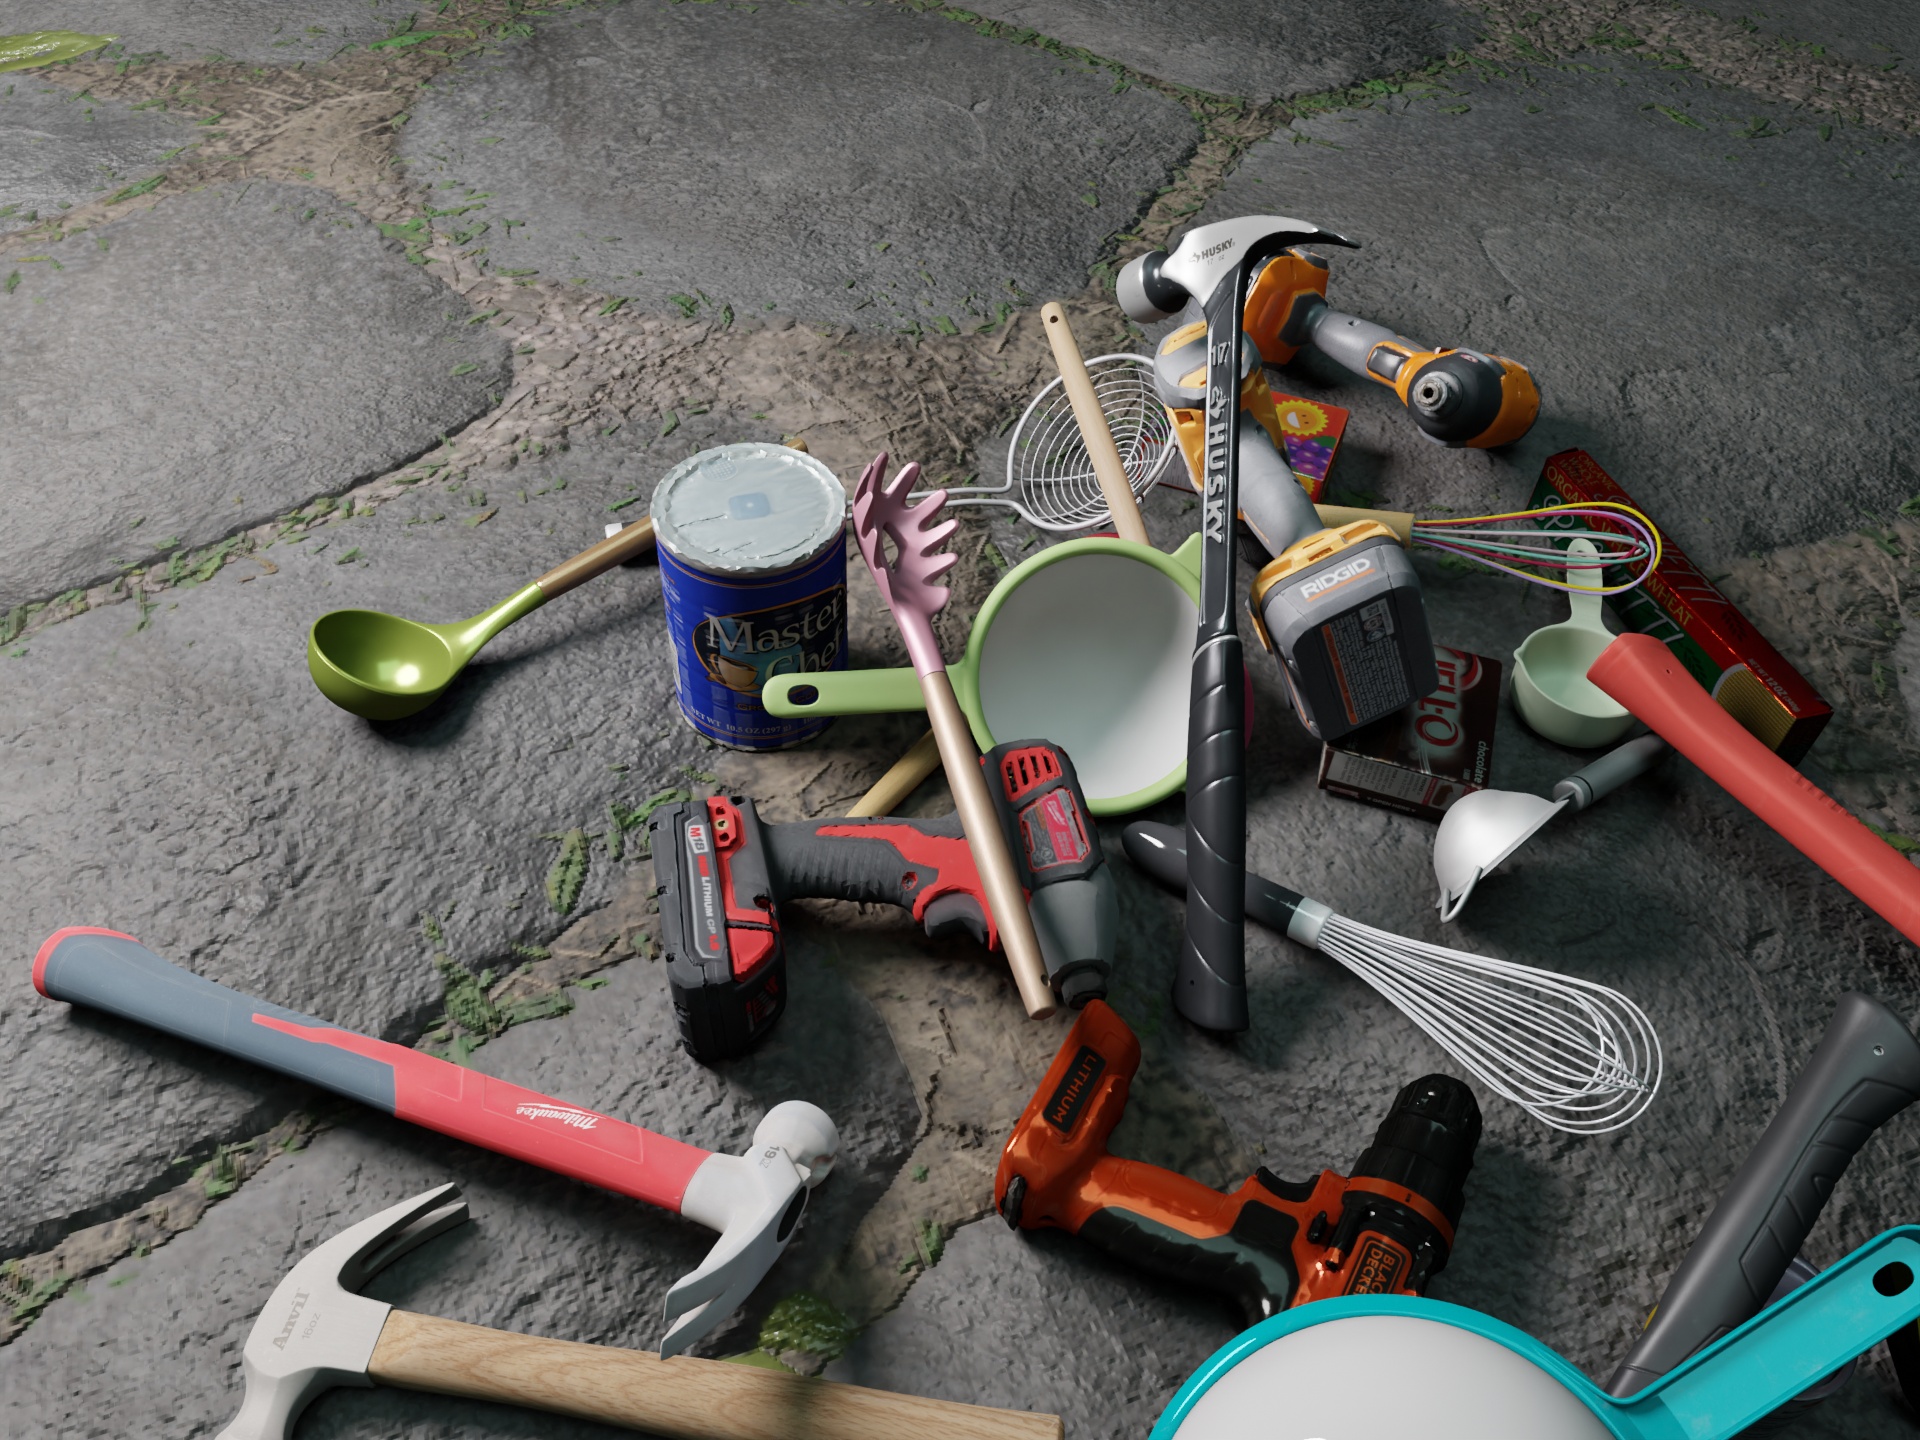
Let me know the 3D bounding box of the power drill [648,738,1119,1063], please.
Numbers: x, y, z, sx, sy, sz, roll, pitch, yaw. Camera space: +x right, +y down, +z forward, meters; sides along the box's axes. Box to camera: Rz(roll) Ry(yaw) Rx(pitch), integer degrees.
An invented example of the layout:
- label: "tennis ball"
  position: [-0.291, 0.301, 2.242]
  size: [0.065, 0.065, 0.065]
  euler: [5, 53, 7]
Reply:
- label: "power drill"
  position: [-0.033, 0.090, 0.775]
  size: [0.219, 0.078, 0.143]
  euler: [-9, 53, -9]

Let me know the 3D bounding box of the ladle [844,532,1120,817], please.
- label: "ladle"
  position: [0.023, -0.024, 0.927]
  size: [0.069, 0.031, 0.315]
  euler: [32, 55, 20]

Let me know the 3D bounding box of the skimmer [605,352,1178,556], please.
- label: "skimmer"
  position: [-0.042, -0.157, 0.999]
  size: [0.363, 0.090, 0.127]
  euler: [-9, 55, -11]

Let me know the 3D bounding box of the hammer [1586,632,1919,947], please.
- label: "hammer"
  position: [0.469, 0.086, 0.816]
  size: [0.149, 0.036, 0.359]
  euler: [-31, 64, -28]

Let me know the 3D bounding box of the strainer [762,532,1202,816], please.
- label: "strainer"
  position: [0.020, -0.022, 0.879]
  size: [0.256, 0.151, 0.069]
  euler: [-3, 5, -5]

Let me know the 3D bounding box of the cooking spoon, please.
- label: "cooking spoon"
  position: [0.101, -0.118, 0.949]
  size: [0.069, 0.017, 0.319]
  euler: [-23, 69, 16]

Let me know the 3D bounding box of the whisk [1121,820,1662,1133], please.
- label: "whisk"
  position: [0.204, 0.114, 0.792]
  size: [0.285, 0.070, 0.070]
  euler: [26, 51, 25]

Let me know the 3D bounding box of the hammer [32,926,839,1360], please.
- label: "hammer"
  position: [-0.256, 0.166, 0.700]
  size: [0.386, 0.038, 0.143]
  euler: [14, 19, 14]

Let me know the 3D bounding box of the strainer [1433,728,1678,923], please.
- label: "strainer"
  position: [0.323, 0.042, 0.857]
  size: [0.258, 0.086, 0.050]
  euler: [-21, 69, -35]

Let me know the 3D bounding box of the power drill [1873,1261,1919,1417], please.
- label: "power drill"
  position: [0.451, 0.201, 0.606]
  size: [0.190, 0.228, 0.080]
  euler: [6, 48, 2]

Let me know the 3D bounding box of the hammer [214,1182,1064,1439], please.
- label: "hammer"
  position: [-0.123, 0.271, 0.645]
  size: [0.331, 0.031, 0.130]
  euler: [8, 48, 4]

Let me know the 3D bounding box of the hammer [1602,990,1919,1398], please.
- label: "hammer"
  position: [0.273, 0.243, 0.618]
  size: [0.146, 0.035, 0.335]
  euler: [33, 74, 27]

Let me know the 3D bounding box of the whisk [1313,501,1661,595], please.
- label: "whisk"
  position: [0.304, -0.119, 0.990]
  size: [0.245, 0.047, 0.051]
  euler: [10, 43, 25]

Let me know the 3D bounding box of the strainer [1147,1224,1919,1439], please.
- label: "strainer"
  position: [0.205, 0.268, 0.543]
  size: [0.340, 0.095, 0.211]
  euler: [-33, 60, -1]

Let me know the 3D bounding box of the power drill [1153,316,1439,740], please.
- label: "power drill"
  position: [0.187, -0.098, 0.903]
  size: [0.084, 0.185, 0.226]
  euler: [-25, 52, 7]

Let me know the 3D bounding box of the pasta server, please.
- label: "pasta server"
  position: [-0.001, -0.002, 0.778]
  size: [0.060, 0.040, 0.317]
  euler: [13, 47, -40]

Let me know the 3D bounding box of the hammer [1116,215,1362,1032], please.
- label: "hammer"
  position: [0.133, -0.053, 0.792]
  size: [0.036, 0.149, 0.409]
  euler: [6, 83, -33]

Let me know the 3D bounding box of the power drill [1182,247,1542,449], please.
- label: "power drill"
  position: [0.269, -0.252, 1.076]
  size: [0.227, 0.084, 0.164]
  euler: [33, 24, 24]

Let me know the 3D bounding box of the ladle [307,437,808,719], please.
- label: "ladle"
  position: [-0.225, -0.096, 0.930]
  size: [0.320, 0.062, 0.078]
  euler: [-33, 60, -19]

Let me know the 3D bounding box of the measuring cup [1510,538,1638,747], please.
- label: "measuring cup"
  position: [0.372, -0.048, 0.961]
  size: [0.083, 0.038, 0.168]
  euler: [13, 45, 8]
